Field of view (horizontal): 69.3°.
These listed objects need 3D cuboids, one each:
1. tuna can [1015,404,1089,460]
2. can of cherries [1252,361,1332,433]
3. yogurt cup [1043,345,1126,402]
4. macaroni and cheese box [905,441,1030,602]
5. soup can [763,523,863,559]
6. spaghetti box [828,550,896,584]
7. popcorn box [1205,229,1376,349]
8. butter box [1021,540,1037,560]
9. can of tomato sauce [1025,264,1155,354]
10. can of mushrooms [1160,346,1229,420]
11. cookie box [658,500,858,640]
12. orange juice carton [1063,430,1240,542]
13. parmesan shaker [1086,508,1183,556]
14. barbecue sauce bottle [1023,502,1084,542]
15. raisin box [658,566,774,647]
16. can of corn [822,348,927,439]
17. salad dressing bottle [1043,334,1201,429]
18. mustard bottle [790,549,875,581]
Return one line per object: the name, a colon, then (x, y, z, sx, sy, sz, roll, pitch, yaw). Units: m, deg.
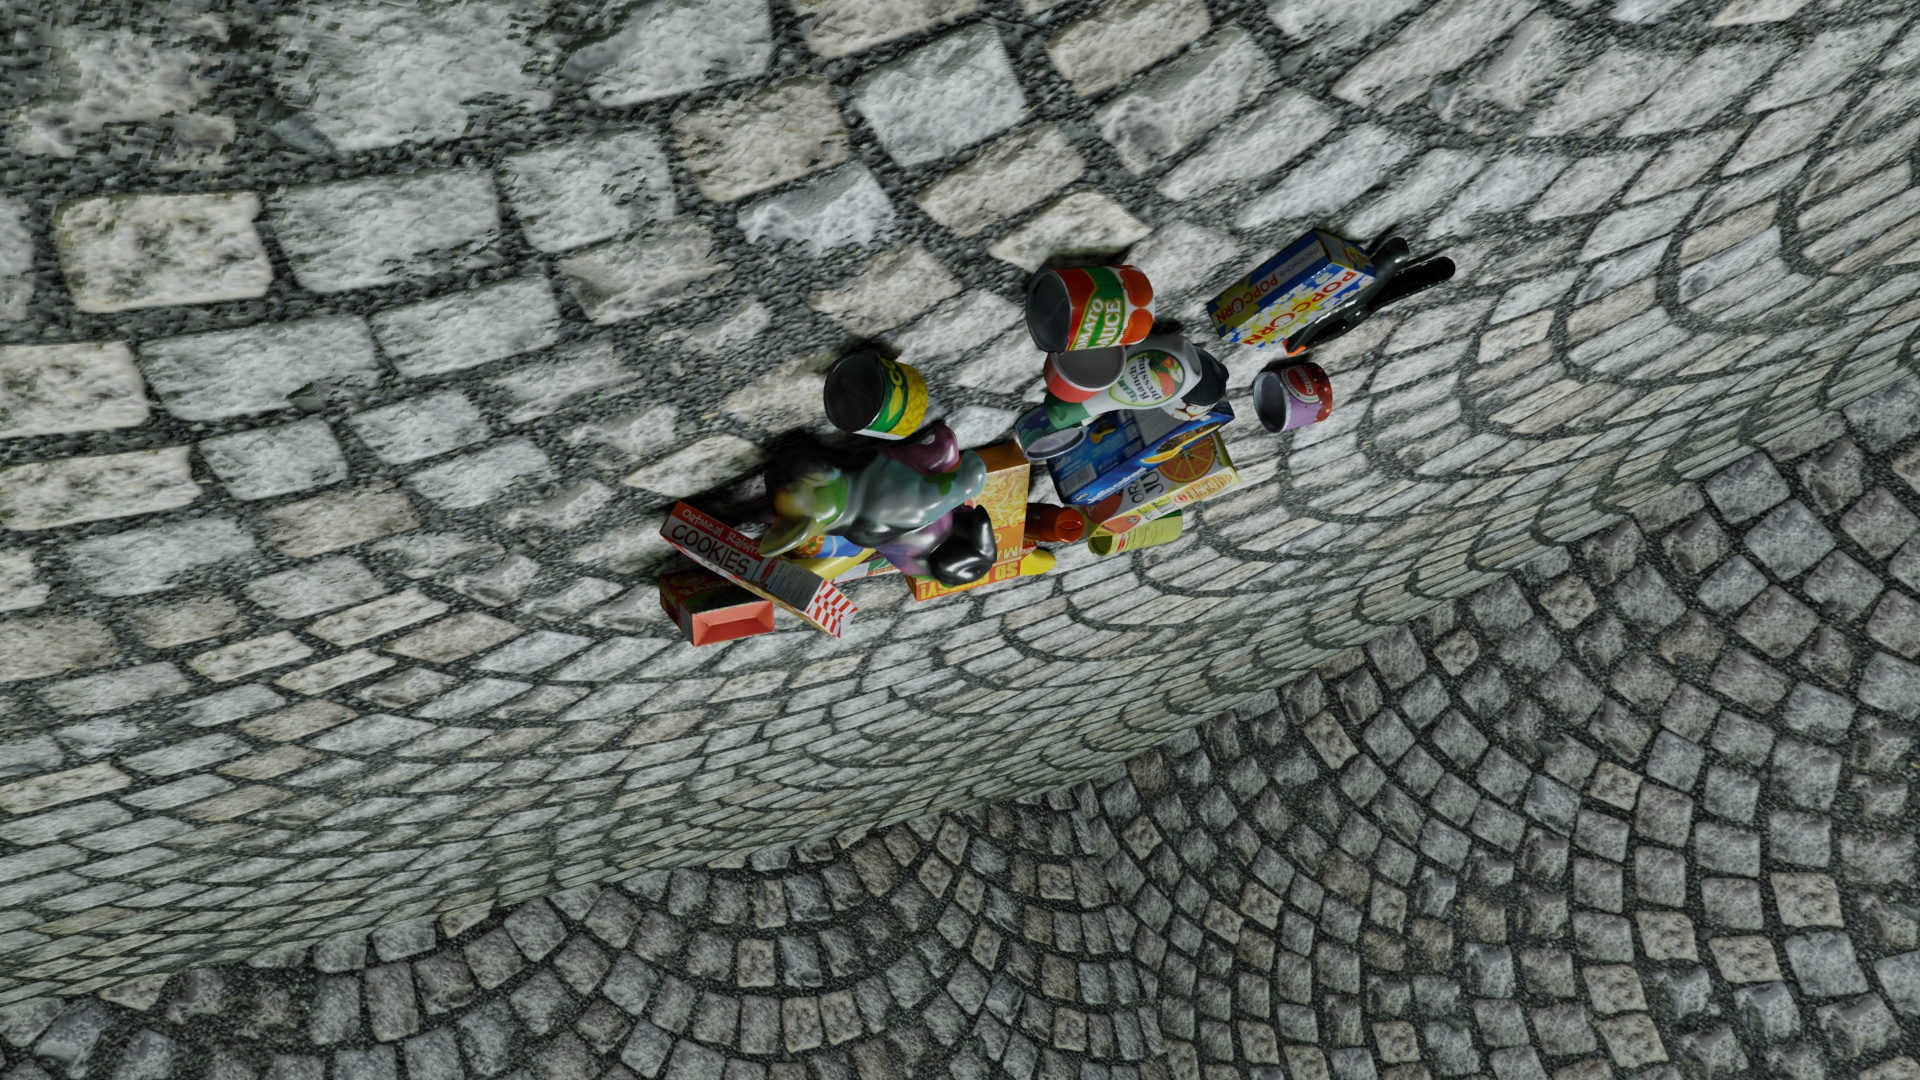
tuna can: (0.091, -0.110, 1.380, 0.071, 0.033, 0.071, -17, 162, -6)
can of cherries: (0.351, -0.153, 1.465, 0.058, 0.071, 0.071, -14, 161, -16)
yogurt cup: (0.105, -0.155, 1.219, 0.072, 0.072, 0.053, -14, 169, -16)
macaroni and cheese box: (0.005, -0.018, 1.453, 0.124, 0.040, 0.165, -14, 137, -16)
soup can: (-0.140, -0.017, 1.367, 0.084, 0.071, 0.071, -2, 155, -41)
spaghetti box: (-0.083, 0.015, 1.573, 0.251, 0.029, 0.050, -14, 161, -16)
popcorn box: (0.298, -0.223, 1.251, 0.085, 0.038, 0.126, 1, 153, -47)
butter box: (0.032, 0.015, 1.601, 0.104, 0.024, 0.053, -11, 161, -30)
can of tomato sauce: (0.105, -0.186, 1.116, 0.083, 0.071, 0.071, -9, 159, -28)
can of mushrooms: (0.222, -0.151, 1.338, 0.071, 0.071, 0.033, -11, 160, -23)
cookie box: (-0.190, 0.030, 1.319, 0.040, 0.167, 0.122, -60, 163, -9)
orange juice carton: (0.207, -0.066, 1.563, 0.192, 0.072, 0.073, -24, 161, 14)
parmesan shaker: (0.211, -0.020, 1.705, 0.103, 0.071, 0.071, -11, 160, -25)
barbecue sauce bottle: (0.085, -0.020, 1.518, 0.065, 0.043, 0.148, 2, -178, -24)
raisin box: (-0.250, 0.064, 1.421, 0.086, 0.040, 0.123, -11, -158, -25)
can of corn: (-0.068, -0.120, 1.143, 0.071, 0.071, 0.058, -30, 159, 31)
salad dressing bottle: (0.150, -0.145, 1.303, 0.147, 0.064, 0.044, -20, -162, 26)
mustard bottle: (-0.129, 0.004, 1.445, 0.160, 0.065, 0.048, -23, 157, 0)
